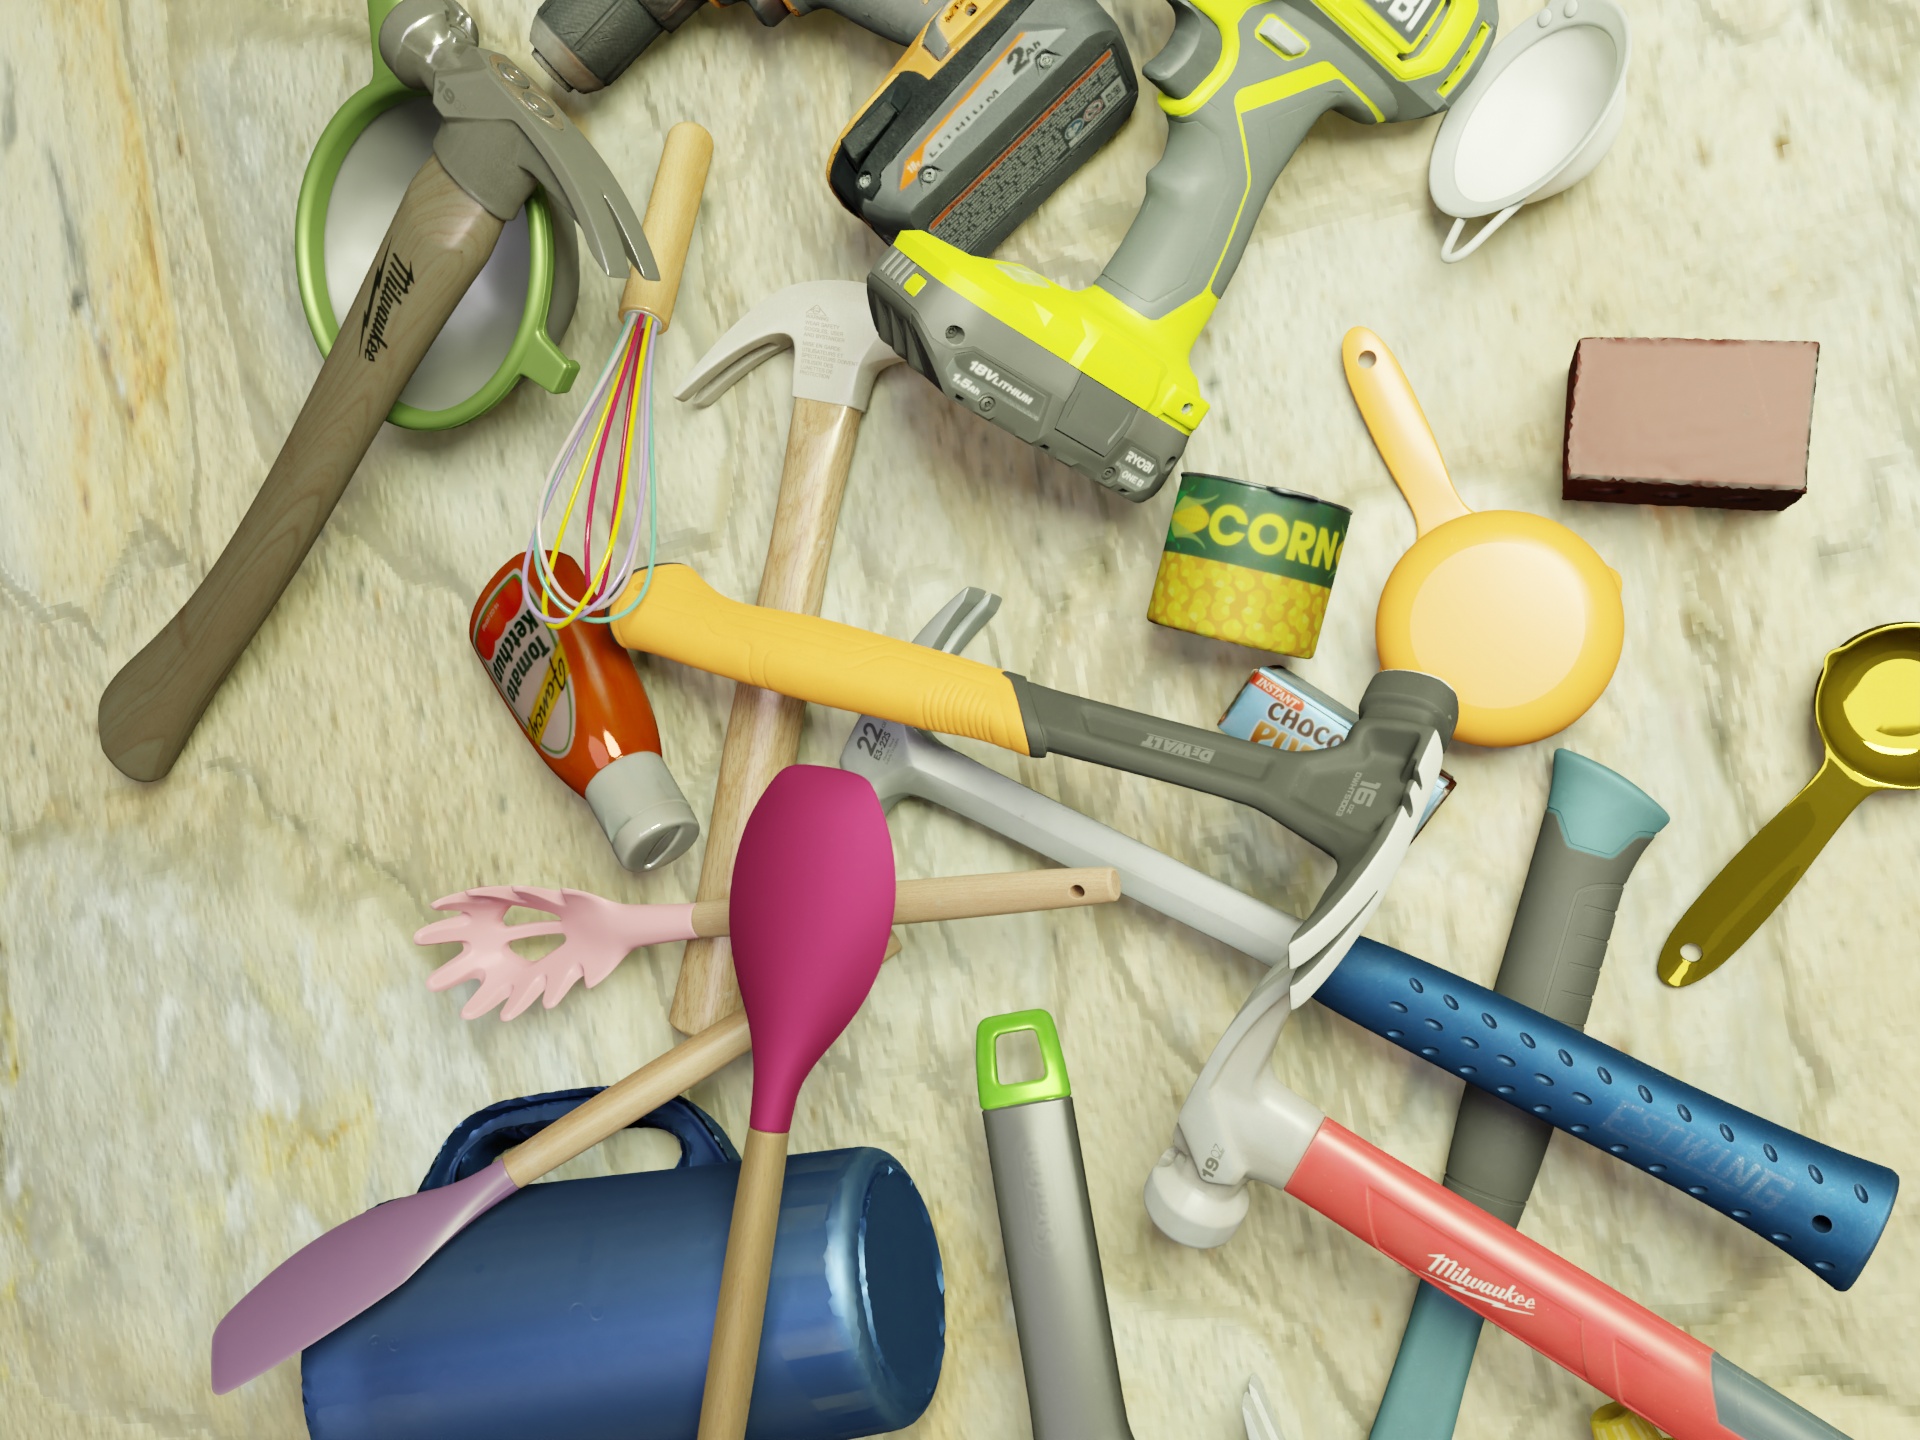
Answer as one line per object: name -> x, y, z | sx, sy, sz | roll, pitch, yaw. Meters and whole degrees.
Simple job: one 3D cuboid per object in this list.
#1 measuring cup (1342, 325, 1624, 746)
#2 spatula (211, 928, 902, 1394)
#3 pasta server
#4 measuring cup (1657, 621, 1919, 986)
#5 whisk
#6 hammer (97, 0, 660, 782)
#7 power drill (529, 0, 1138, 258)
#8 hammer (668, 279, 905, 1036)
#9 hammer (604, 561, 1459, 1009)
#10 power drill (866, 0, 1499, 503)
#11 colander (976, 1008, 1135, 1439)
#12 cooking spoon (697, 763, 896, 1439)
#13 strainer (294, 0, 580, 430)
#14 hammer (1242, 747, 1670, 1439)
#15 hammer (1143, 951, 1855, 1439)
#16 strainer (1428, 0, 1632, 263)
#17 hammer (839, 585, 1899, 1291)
measuring cup -> 0.179, -0.072, 0.585 | 0.095, 0.052, 0.174 | -26, 84, 18
spatula -> -0.162, 0.170, 0.654 | 0.316, 0.060, 0.018 | -30, 120, -10
pasta server -> -0.087, 0.082, 0.651 | 0.316, 0.040, 0.060 | -8, 100, 24
measuring cup -> 0.301, 0.033, 0.564 | 0.062, 0.029, 0.156 | 38, 114, 15
whisk -> -0.134, -0.148, 0.662 | 0.051, 0.047, 0.245 | 13, 69, -9
hammer -> -0.284, -0.103, 0.707 | 0.146, 0.038, 0.410 | 50, 119, 11
power drill -> -0.062, -0.282, 0.649 | 0.185, 0.084, 0.226 | -42, 74, 9
hammer -> -0.082, -0.024, 0.688 | 0.130, 0.031, 0.331 | 14, 95, 18
hammer -> -0.001, -0.002, 0.588 | 0.337, 0.034, 0.127 | 16, 52, 27
power drill -> 0.070, -0.207, 0.570 | 0.223, 0.171, 0.080 | -57, 36, 15
colander -> 0.056, 0.314, 0.614 | 0.204, 0.094, 0.397 | -10, 74, 4
cooking spoon -> -0.074, 0.174, 0.579 | 0.069, 0.017, 0.319 | 8, 87, 22
strainer -> -0.226, -0.258, 0.706 | 0.151, 0.069, 0.256 | -2, 97, 30
hammer -> 0.197, 0.175, 0.592 | 0.128, 0.033, 0.331 | 16, 95, 17
hammer -> 0.249, 0.211, 0.508 | 0.386, 0.038, 0.143 | 30, 126, 17
strainer -> 0.228, -0.281, 0.574 | 0.087, 0.050, 0.258 | 16, 91, 62
hammer -> 0.125, 0.079, 0.589 | 0.406, 0.035, 0.144 | 25, 97, 25
